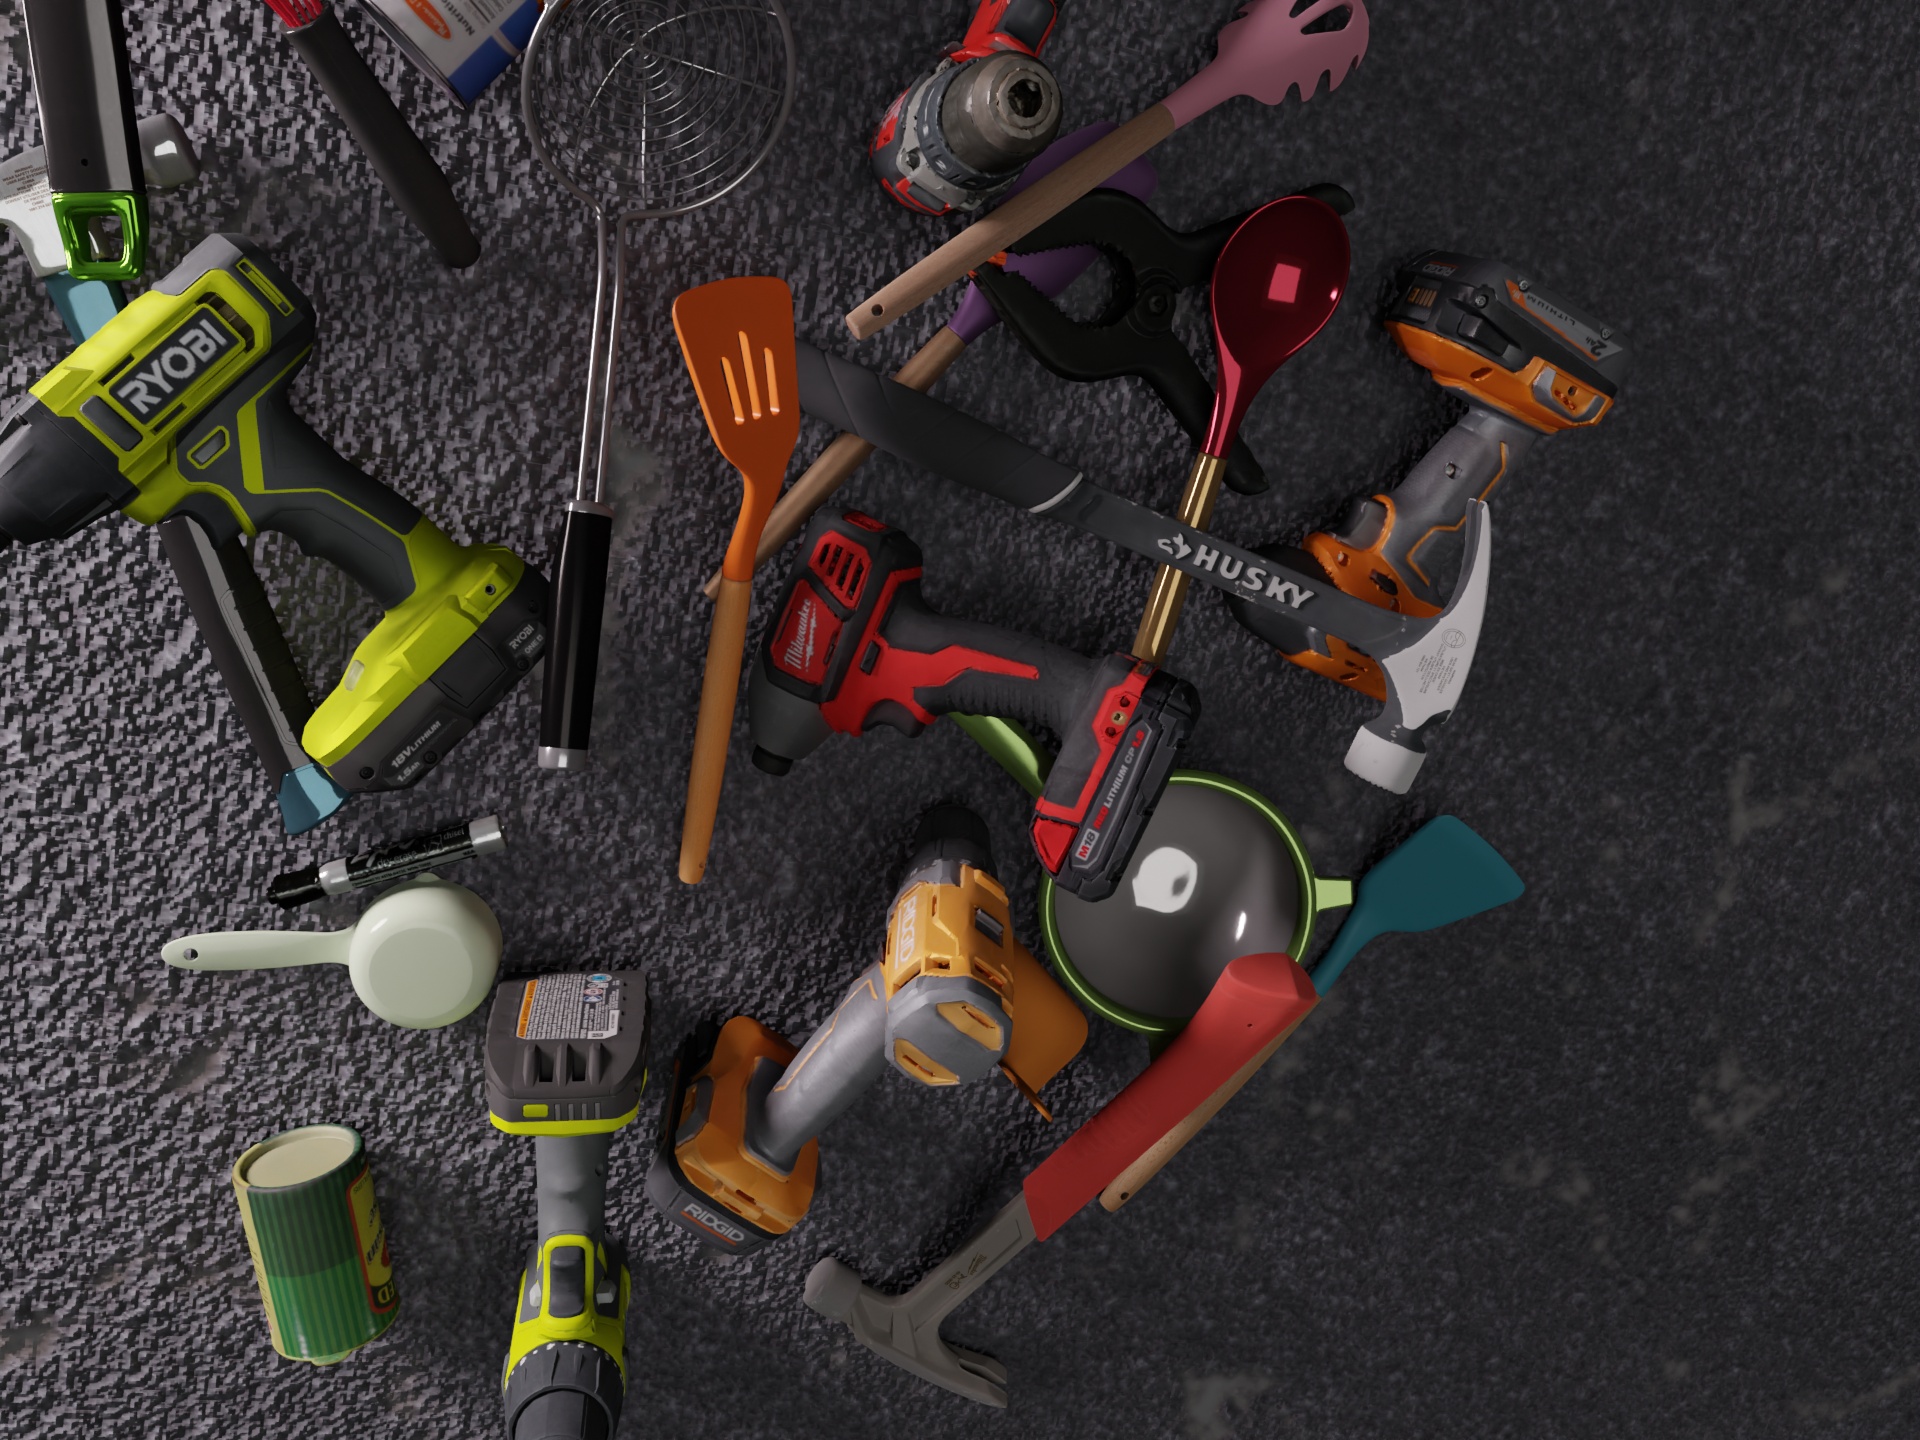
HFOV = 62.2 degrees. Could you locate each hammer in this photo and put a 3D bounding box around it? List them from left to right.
[{"bbox_3d":[-0.363,-0.099,0.748,0.128,0.033,0.330,-19,109,-7],"label":"hammer"},{"bbox_3d":[0.071,0.260,0.895,0.149,0.037,0.359,34,115,-17],"label":"hammer"},{"bbox_3d":[0.068,-0.109,0.786,0.409,0.036,0.149,24,101,-2],"label":"hammer"}]

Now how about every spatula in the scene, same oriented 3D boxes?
[{"bbox_3d":[-0.120,-0.054,0.786,0.041,0.081,0.322,28,122,23],"label":"spatula"},{"bbox_3d":[-0.021,-0.179,0.810,0.059,0.018,0.316,42,93,-23],"label":"spatula"},{"bbox_3d":[0.197,0.184,0.953,0.082,0.044,0.317,40,95,-24],"label":"spatula"}]

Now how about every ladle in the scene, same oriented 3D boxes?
[{"bbox_3d":[0.123,-0.110,0.814,0.069,0.031,0.315,15,101,-14],"label":"ladle"}]

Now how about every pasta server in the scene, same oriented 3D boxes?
[{"bbox_3d":[0.075,-0.272,0.764,0.316,0.040,0.060,-36,91,-9],"label":"pasta server"}]

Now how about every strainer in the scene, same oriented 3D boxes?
[{"bbox_3d":[0.081,0.059,0.888,0.256,0.069,0.151,44,99,-3],"label":"strainer"}]

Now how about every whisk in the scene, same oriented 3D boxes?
[{"bbox_3d":[-0.276,-0.300,0.639,0.073,0.073,0.295,-30,140,-3],"label":"whisk"}]

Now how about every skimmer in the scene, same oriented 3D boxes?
[{"bbox_3d":[-0.148,-0.156,0.715,0.127,0.090,0.363,6,89,-41],"label":"skimmer"}]

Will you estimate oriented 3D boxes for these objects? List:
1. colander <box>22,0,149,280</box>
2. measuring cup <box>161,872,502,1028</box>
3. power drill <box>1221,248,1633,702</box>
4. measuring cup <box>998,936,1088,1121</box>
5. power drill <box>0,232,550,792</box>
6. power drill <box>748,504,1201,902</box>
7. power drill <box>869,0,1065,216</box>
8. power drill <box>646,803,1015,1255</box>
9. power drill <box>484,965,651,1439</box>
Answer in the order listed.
[{"bbox_3d":[-0.370,-0.376,0.609,0.204,0.094,0.397,-3,102,-3],"label":"colander"},{"bbox_3d":[-0.323,0.124,0.819,0.167,0.038,0.083,1,106,-15],"label":"measuring cup"},{"bbox_3d":[0.236,-0.127,0.846,0.164,0.084,0.226,20,104,-24],"label":"power drill"},{"bbox_3d":[0.039,0.163,0.843,0.052,0.174,0.095,-42,103,-4],"label":"measuring cup"},{"bbox_3d":[-0.307,-0.078,0.715,0.171,0.080,0.223,-49,118,-14],"label":"power drill"},{"bbox_3d":[-0.001,-0.003,0.804,0.220,0.078,0.143,26,102,8],"label":"power drill"},{"bbox_3d":[0.042,-0.328,0.694,0.080,0.188,0.226,28,94,-18],"label":"power drill"},{"bbox_3d":[-0.059,0.153,0.839,0.084,0.185,0.226,39,114,-20],"label":"power drill"},{"bbox_3d":[-0.200,0.258,0.810,0.080,0.191,0.228,1,102,-11],"label":"power drill"}]
